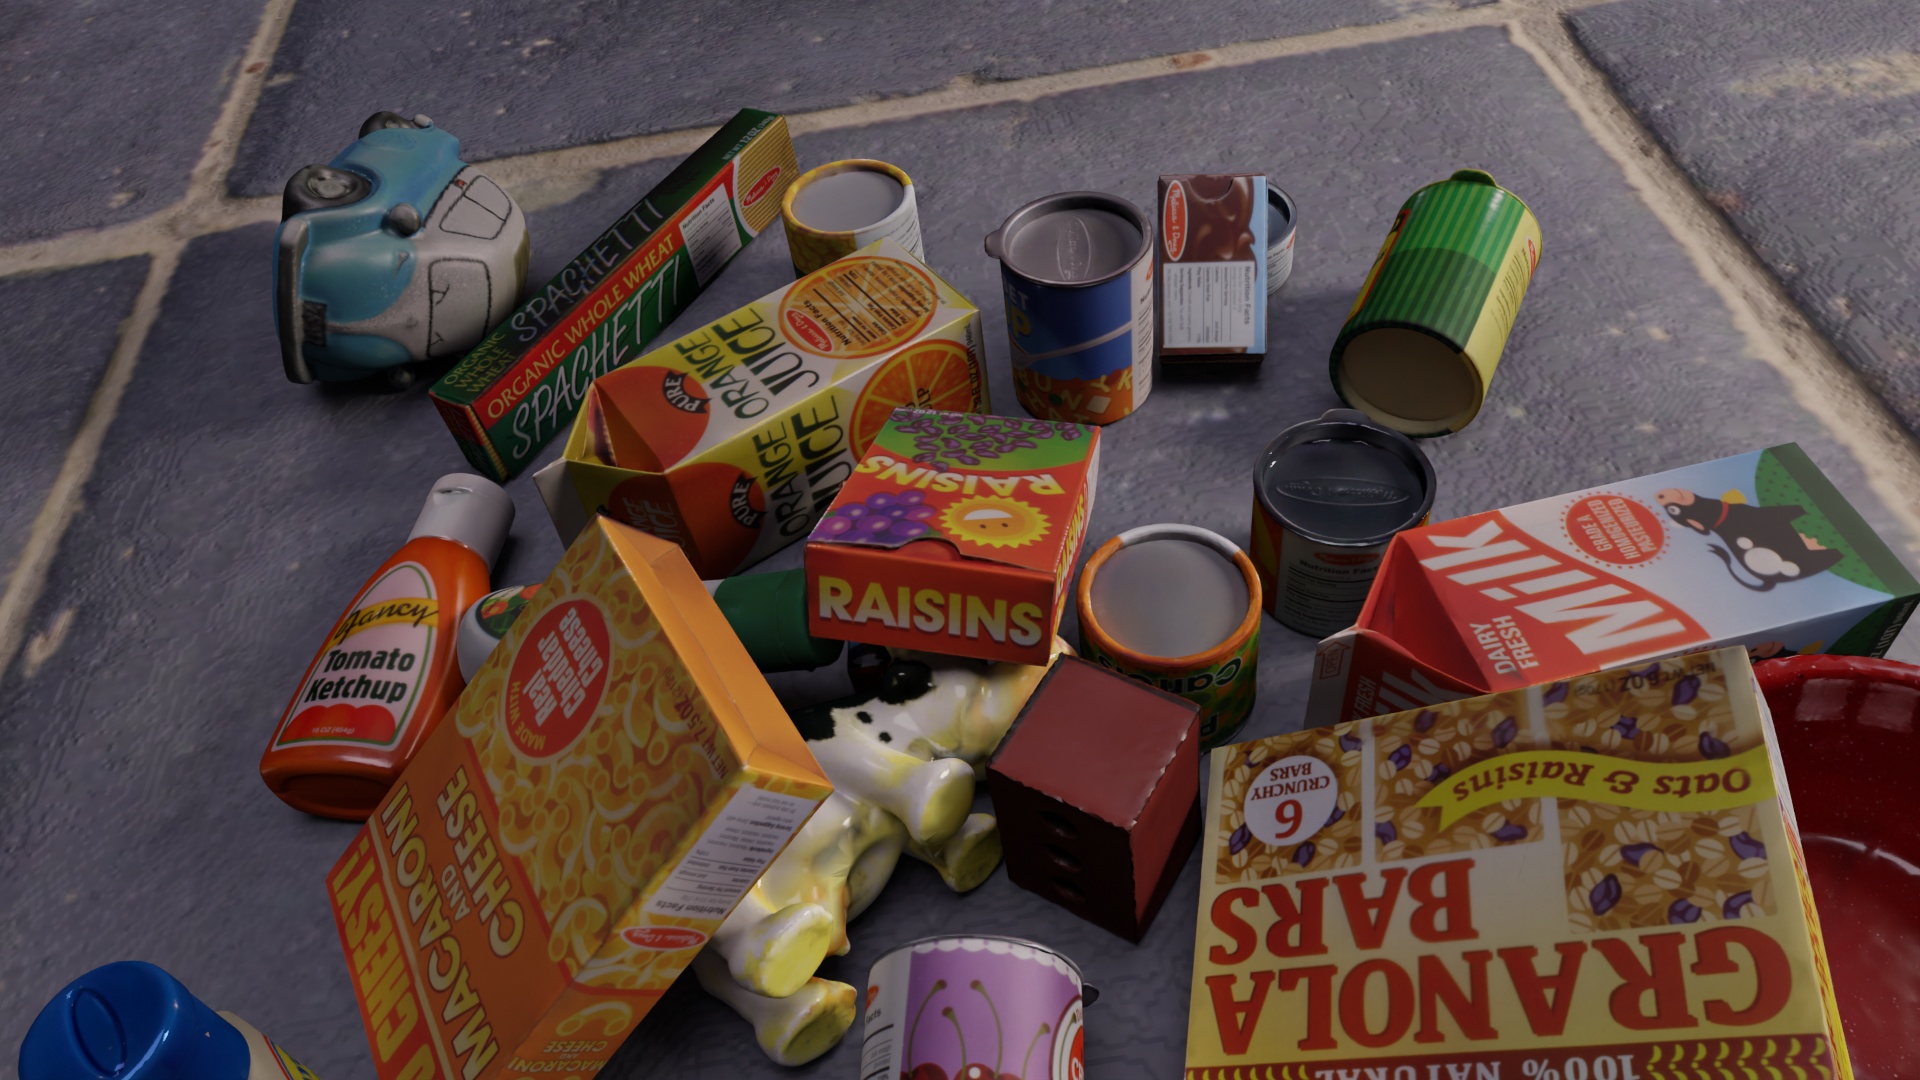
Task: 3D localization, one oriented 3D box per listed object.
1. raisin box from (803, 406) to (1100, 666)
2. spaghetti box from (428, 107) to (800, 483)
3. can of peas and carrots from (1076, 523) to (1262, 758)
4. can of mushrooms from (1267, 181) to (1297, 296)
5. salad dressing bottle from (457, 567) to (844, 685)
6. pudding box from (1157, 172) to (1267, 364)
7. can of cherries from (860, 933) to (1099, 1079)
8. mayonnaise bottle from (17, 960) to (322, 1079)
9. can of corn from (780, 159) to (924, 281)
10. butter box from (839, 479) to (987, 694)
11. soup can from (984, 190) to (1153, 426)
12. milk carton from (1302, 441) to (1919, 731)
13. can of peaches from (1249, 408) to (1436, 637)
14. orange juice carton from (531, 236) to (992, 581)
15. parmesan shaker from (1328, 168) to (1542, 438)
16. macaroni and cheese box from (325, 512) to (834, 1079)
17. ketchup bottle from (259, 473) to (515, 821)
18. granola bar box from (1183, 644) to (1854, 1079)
[{"bbox_3d":[0.002,-0.006,0.508,0.086,0.040,0.124,7,29,10],"label":"raisin box"},{"bbox_3d":[-0.163,-0.130,0.695,0.029,0.050,0.251,19,54,25],"label":"spaghetti box"},{"bbox_3d":[0.076,0.038,0.506,0.071,0.058,0.071,-4,48,5],"label":"can of peas and carrots"},{"bbox_3d":[0.128,-0.148,0.682,0.071,0.033,0.071,-4,49,5],"label":"can of mushrooms"},{"bbox_3d":[-0.116,0.035,0.522,0.147,0.043,0.064,-7,21,20],"label":"salad dressing bottle"},{"bbox_3d":[0.115,-0.123,0.632,0.050,0.030,0.083,0,91,9],"label":"pudding box"},{"bbox_3d":[0.006,0.156,0.406,0.071,0.071,0.059,-2,49,6],"label":"can of cherries"},{"bbox_3d":[-0.190,0.161,0.373,0.041,0.147,0.065,-38,54,-23],"label":"mayonnaise bottle"},{"bbox_3d":[-0.054,-0.148,0.690,0.071,0.058,0.071,-4,48,4],"label":"can of corn"},{"bbox_3d":[-0.020,0.015,0.563,0.053,0.024,0.104,-7,48,1],"label":"butter box"},{"bbox_3d":[0.050,-0.102,0.617,0.071,0.083,0.072,-4,48,5],"label":"soup can"},{"bbox_3d":[0.212,0.033,0.483,0.191,0.072,0.074,-13,49,-4],"label":"milk carton"},{"bbox_3d":[0.146,-0.006,0.537,0.071,0.057,0.071,-4,48,5],"label":"can of peaches"},{"bbox_3d":[-0.086,-0.048,0.597,0.193,0.071,0.073,-31,51,-19],"label":"orange juice carton"},{"bbox_3d":[0.207,-0.104,0.606,0.071,0.071,0.103,18,53,22],"label":"parmesan shaker"},{"bbox_3d":[-0.127,0.094,0.438,0.166,0.040,0.124,-51,48,11],"label":"macaroni and cheese box"},{"bbox_3d":[-0.219,0.038,0.557,0.065,0.043,0.149,-1,48,9],"label":"ketchup bottle"},{"bbox_3d":[0.150,0.107,0.399,0.165,0.039,0.125,-18,42,33],"label":"granola bar box"}]
